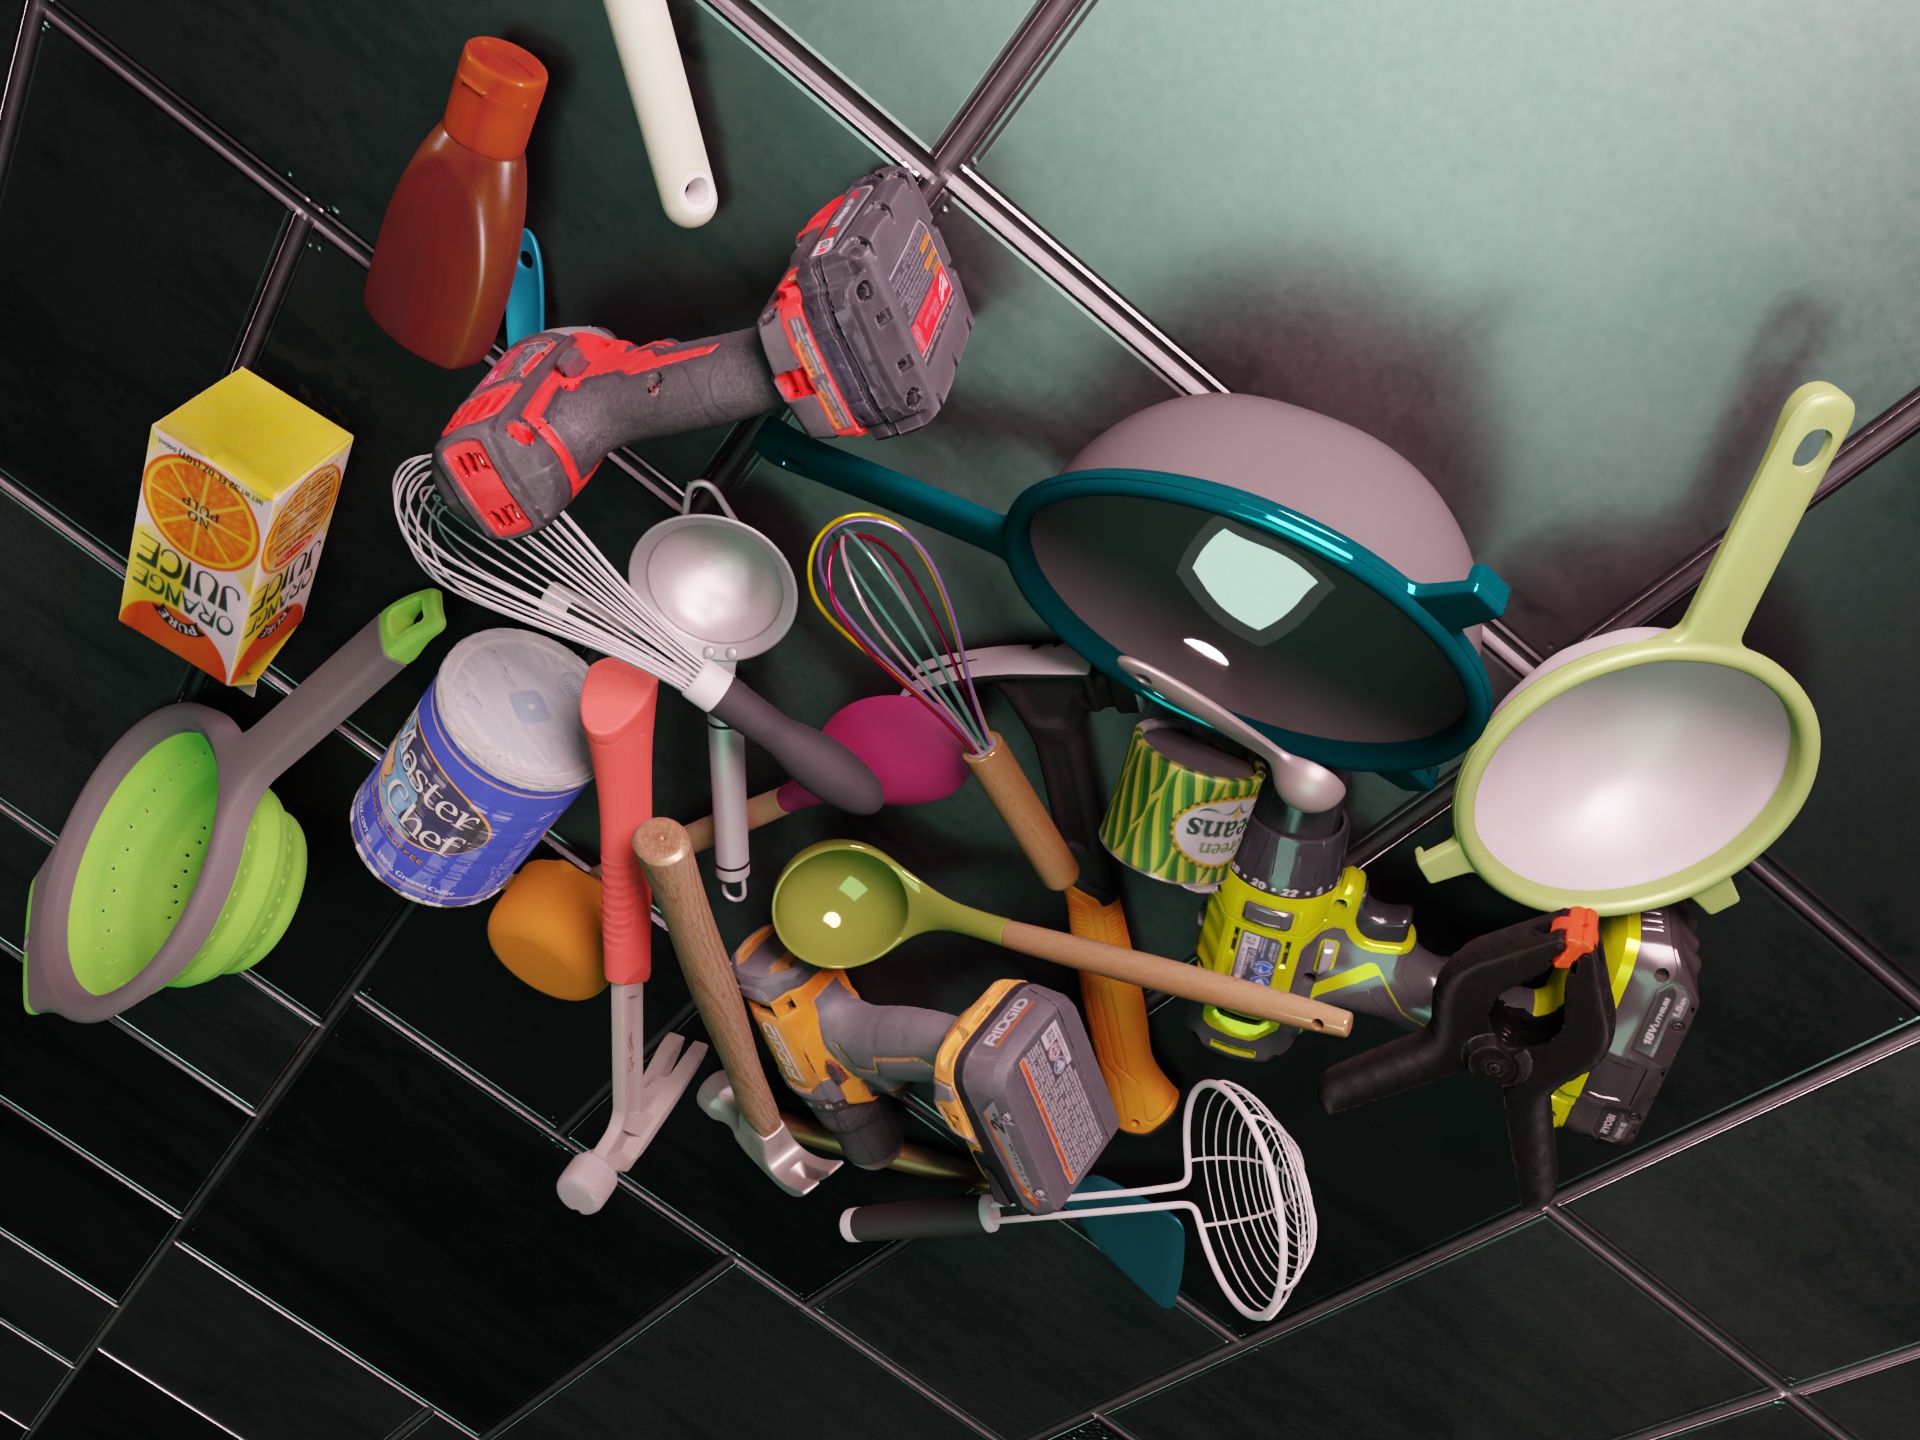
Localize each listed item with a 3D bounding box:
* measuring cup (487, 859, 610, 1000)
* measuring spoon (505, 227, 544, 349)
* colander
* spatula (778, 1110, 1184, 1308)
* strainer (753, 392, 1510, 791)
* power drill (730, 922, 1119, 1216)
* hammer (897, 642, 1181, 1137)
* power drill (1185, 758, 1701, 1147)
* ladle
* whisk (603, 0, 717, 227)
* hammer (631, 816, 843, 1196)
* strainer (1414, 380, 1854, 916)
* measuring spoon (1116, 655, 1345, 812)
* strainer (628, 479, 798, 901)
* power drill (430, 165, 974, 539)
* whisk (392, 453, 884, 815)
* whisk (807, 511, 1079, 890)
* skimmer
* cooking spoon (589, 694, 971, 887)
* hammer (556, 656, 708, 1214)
[{"bbox_3d":[-0.290,0.124,1.005,0.174,0.052,0.095,16,140,15],"label":"measuring cup"},{"bbox_3d":[-0.209,-0.179,0.785,0.042,0.021,0.128,17,120,16],"label":"measuring spoon"},{"bbox_3d":[-0.424,0.054,0.983,0.397,0.205,0.094,-35,143,20],"label":"colander"},{"bbox_3d":[-0.007,0.302,1.043,0.317,0.044,0.082,11,123,14],"label":"spatula"},{"bbox_3d":[0.074,-0.094,0.684,0.340,0.095,0.210,24,162,17],"label":"strainer"},{"bbox_3d":[-0.021,0.216,0.936,0.226,0.084,0.185,7,130,41],"label":"power drill"},{"bbox_3d":[0.066,0.105,0.876,0.127,0.034,0.336,-2,124,21],"label":"hammer"},{"bbox_3d":[0.234,0.107,0.789,0.228,0.080,0.190,15,124,12],"label":"power drill"},{"bbox_3d":[0.042,0.123,0.830,0.320,0.062,0.078,11,116,27],"label":"ladle"},{"bbox_3d":[-0.140,-0.318,0.639,0.059,0.058,0.246,31,144,44],"label":"whisk"},{"bbox_3d":[-0.137,0.176,0.932,0.130,0.031,0.331,35,149,34],"label":"hammer"},{"bbox_3d":[0.292,-0.031,0.664,0.151,0.069,0.256,7,126,-6],"label":"strainer"},{"bbox_3d":[0.119,0.009,0.717,0.124,0.018,0.034,32,162,-11],"label":"measuring spoon"},{"bbox_3d":[-0.125,-0.012,0.838,0.087,0.050,0.258,5,119,5],"label":"strainer"},{"bbox_3d":[-0.113,-0.156,0.690,0.219,0.143,0.078,-13,124,21],"label":"power drill"},{"bbox_3d":[-0.149,-0.036,0.774,0.284,0.070,0.070,36,130,-18],"label":"whisk"},{"bbox_3d":[-0.003,-0.002,0.763,0.051,0.047,0.244,16,147,49],"label":"whisk"},{"bbox_3d":[0.048,0.292,0.942,0.363,0.090,0.127,-18,76,35],"label":"skimmer"},{"bbox_3d":[-0.114,0.052,0.893,0.319,0.017,0.068,-22,113,40],"label":"cooking spoon"},{"bbox_3d":[-0.187,0.116,0.917,0.037,0.149,0.358,16,125,12],"label":"hammer"}]
